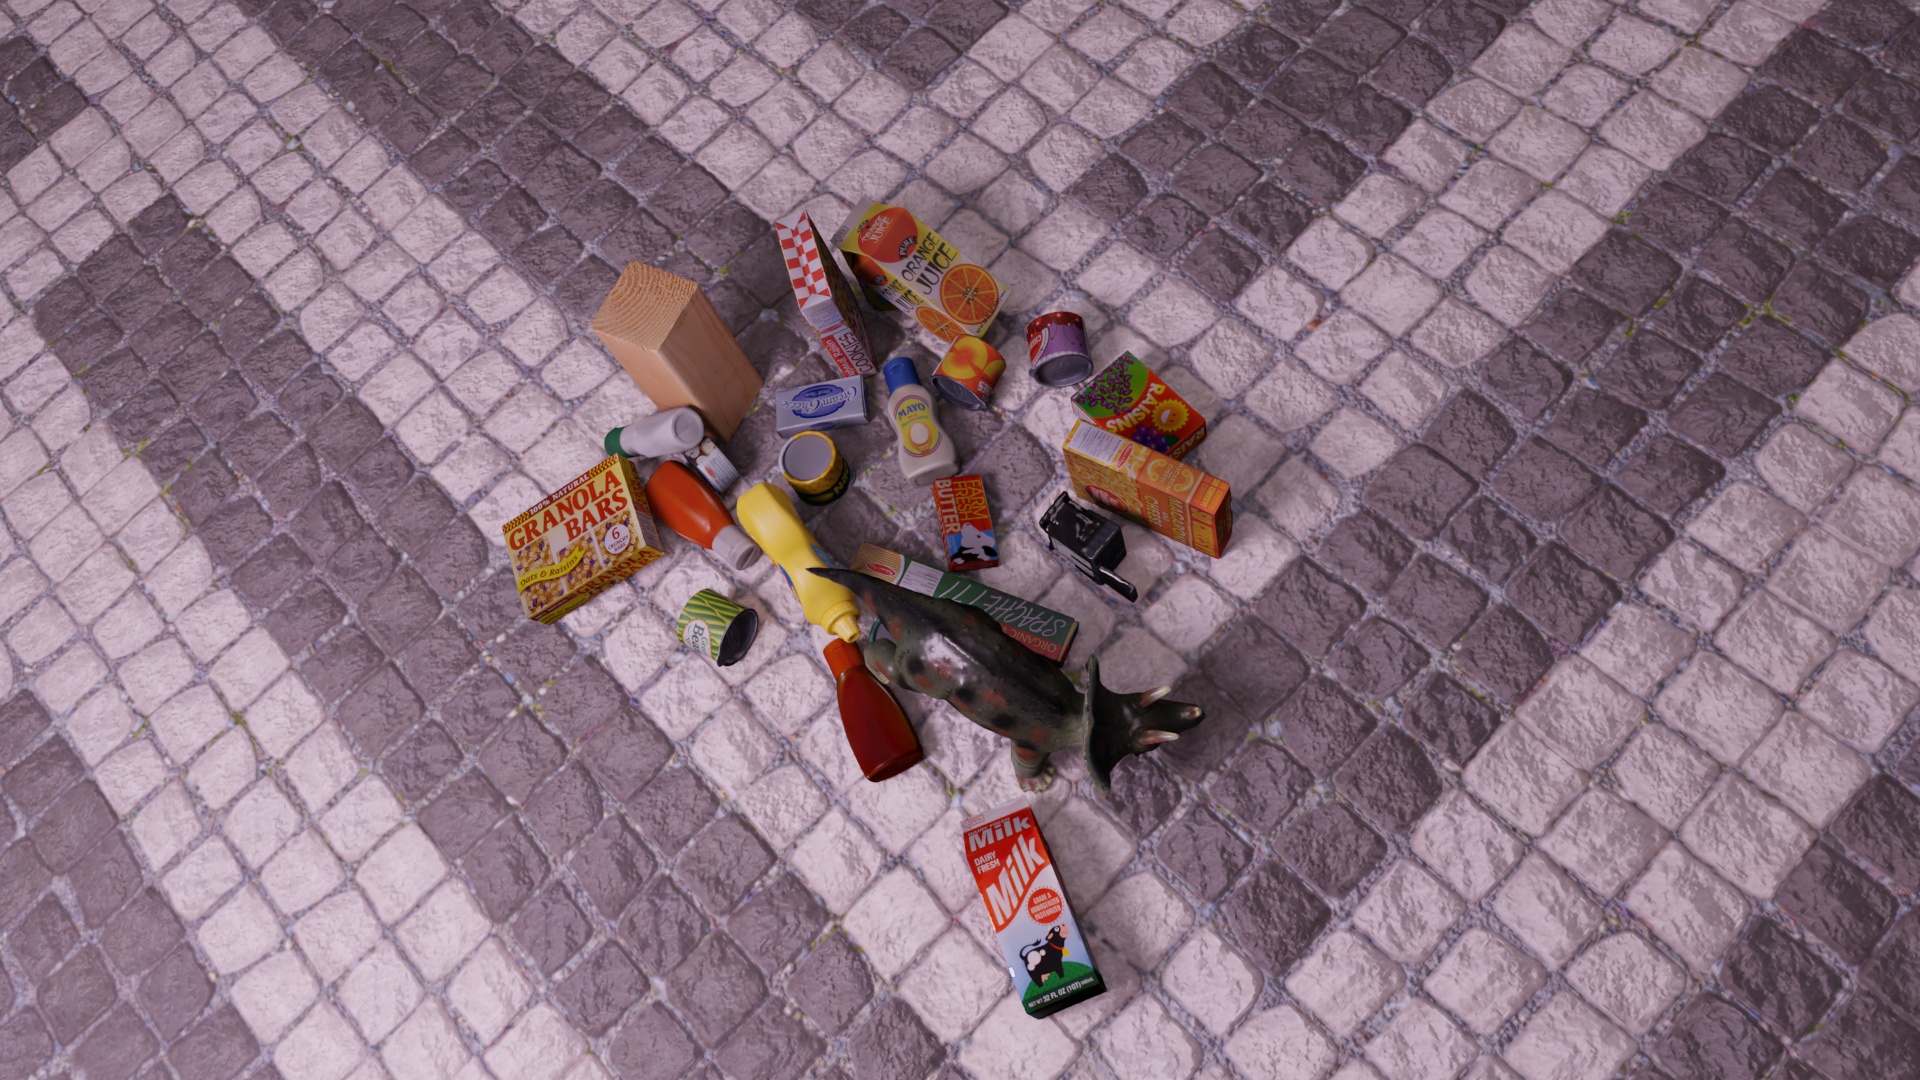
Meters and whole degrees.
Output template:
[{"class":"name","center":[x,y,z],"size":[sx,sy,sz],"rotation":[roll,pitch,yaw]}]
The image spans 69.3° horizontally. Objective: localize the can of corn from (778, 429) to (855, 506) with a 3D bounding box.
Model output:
[{"class":"can of corn","center":[-0.156,-0.079,1.513],"size":[0.071,0.058,0.071],"rotation":[-4,66,10]}]

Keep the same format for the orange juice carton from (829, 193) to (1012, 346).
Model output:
[{"class":"orange juice carton","center":[-0.047,-0.296,1.527],"size":[0.192,0.073,0.072],"rotation":[35,75,-13]}]

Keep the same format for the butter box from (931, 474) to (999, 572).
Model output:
[{"class":"butter box","center":[0.005,-0.018,1.464],"size":[0.053,0.024,0.104],"rotation":[-7,64,-12]}]

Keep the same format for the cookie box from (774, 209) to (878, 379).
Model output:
[{"class":"cookie box","center":[-0.145,-0.266,1.533],"size":[0.040,0.167,0.123],"rotation":[-21,64,6]}]

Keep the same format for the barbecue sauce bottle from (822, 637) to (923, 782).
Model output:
[{"class":"barbecue sauce bottle","center":[-0.094,0.166,1.400],"size":[0.065,0.043,0.149],"rotation":[-28,63,-1]}]

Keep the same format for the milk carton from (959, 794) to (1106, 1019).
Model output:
[{"class":"milk carton","center":[0.062,0.333,1.277],"size":[0.072,0.073,0.191],"rotation":[-23,64,2]}]

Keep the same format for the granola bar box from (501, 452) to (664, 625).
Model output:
[{"class":"granola bar box","center":[-0.415,-0.001,1.523],"size":[0.165,0.039,0.124],"rotation":[-30,65,13]}]

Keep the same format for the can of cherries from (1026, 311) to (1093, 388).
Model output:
[{"class":"can of cherries","center":[0.105,-0.208,1.509],"size":[0.071,0.071,0.058],"rotation":[-11,65,7]}]

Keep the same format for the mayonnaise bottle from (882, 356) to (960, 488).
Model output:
[{"class":"mayonnaise bottle","center":[-0.049,-0.132,1.523],"size":[0.065,0.041,0.148],"rotation":[-21,65,4]}]

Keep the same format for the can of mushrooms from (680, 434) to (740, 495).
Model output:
[{"class":"can of mushrooms","center":[-0.277,-0.086,1.538],"size":[0.033,0.071,0.071],"rotation":[-44,65,-8]}]

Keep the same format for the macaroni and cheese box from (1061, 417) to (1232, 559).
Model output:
[{"class":"macaroni and cheese box","center":[0.190,-0.051,1.392],"size":[0.166,0.123,0.040],"rotation":[25,76,20]}]

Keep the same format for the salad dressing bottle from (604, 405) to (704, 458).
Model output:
[{"class":"salad dressing bottle","center":[-0.343,-0.115,1.540],"size":[0.147,0.044,0.064],"rotation":[-5,33,46]}]

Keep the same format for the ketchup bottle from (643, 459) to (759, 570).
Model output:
[{"class":"ketchup bottle","center":[-0.282,-0.024,1.520],"size":[0.149,0.043,0.064],"rotation":[39,103,23]}]

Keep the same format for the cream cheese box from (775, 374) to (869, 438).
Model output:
[{"class":"cream cheese box","center":[-0.156,-0.151,1.563],"size":[0.104,0.024,0.053],"rotation":[-10,65,8]}]

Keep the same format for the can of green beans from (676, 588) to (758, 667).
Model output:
[{"class":"can of green beans","center":[-0.254,0.090,1.454],"size":[0.058,0.071,0.071],"rotation":[23,73,21]}]

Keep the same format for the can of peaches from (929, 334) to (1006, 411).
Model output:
[{"class":"can of peaches","center":[0.011,-0.183,1.520],"size":[0.071,0.071,0.058],"rotation":[24,73,20]}]

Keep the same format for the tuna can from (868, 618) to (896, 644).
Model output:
[{"class":"tuna can","center":[-0.060,0.102,1.427],"size":[0.071,0.032,0.071],"rotation":[-4,66,10]}]

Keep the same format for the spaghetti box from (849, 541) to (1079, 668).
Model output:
[{"class":"spaghetti box","center":[0.001,0.066,1.432],"size":[0.250,0.028,0.050],"rotation":[20,72,19]}]

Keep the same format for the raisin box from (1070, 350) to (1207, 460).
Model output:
[{"class":"raisin box","center":[0.189,-0.131,1.474],"size":[0.086,0.040,0.123],"rotation":[-40,64,-8]}]

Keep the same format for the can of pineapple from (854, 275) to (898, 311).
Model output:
[{"class":"can of pineapple","center":[-0.085,-0.307,1.598],"size":[0.071,0.057,0.071],"rotation":[-4,66,10]}]
